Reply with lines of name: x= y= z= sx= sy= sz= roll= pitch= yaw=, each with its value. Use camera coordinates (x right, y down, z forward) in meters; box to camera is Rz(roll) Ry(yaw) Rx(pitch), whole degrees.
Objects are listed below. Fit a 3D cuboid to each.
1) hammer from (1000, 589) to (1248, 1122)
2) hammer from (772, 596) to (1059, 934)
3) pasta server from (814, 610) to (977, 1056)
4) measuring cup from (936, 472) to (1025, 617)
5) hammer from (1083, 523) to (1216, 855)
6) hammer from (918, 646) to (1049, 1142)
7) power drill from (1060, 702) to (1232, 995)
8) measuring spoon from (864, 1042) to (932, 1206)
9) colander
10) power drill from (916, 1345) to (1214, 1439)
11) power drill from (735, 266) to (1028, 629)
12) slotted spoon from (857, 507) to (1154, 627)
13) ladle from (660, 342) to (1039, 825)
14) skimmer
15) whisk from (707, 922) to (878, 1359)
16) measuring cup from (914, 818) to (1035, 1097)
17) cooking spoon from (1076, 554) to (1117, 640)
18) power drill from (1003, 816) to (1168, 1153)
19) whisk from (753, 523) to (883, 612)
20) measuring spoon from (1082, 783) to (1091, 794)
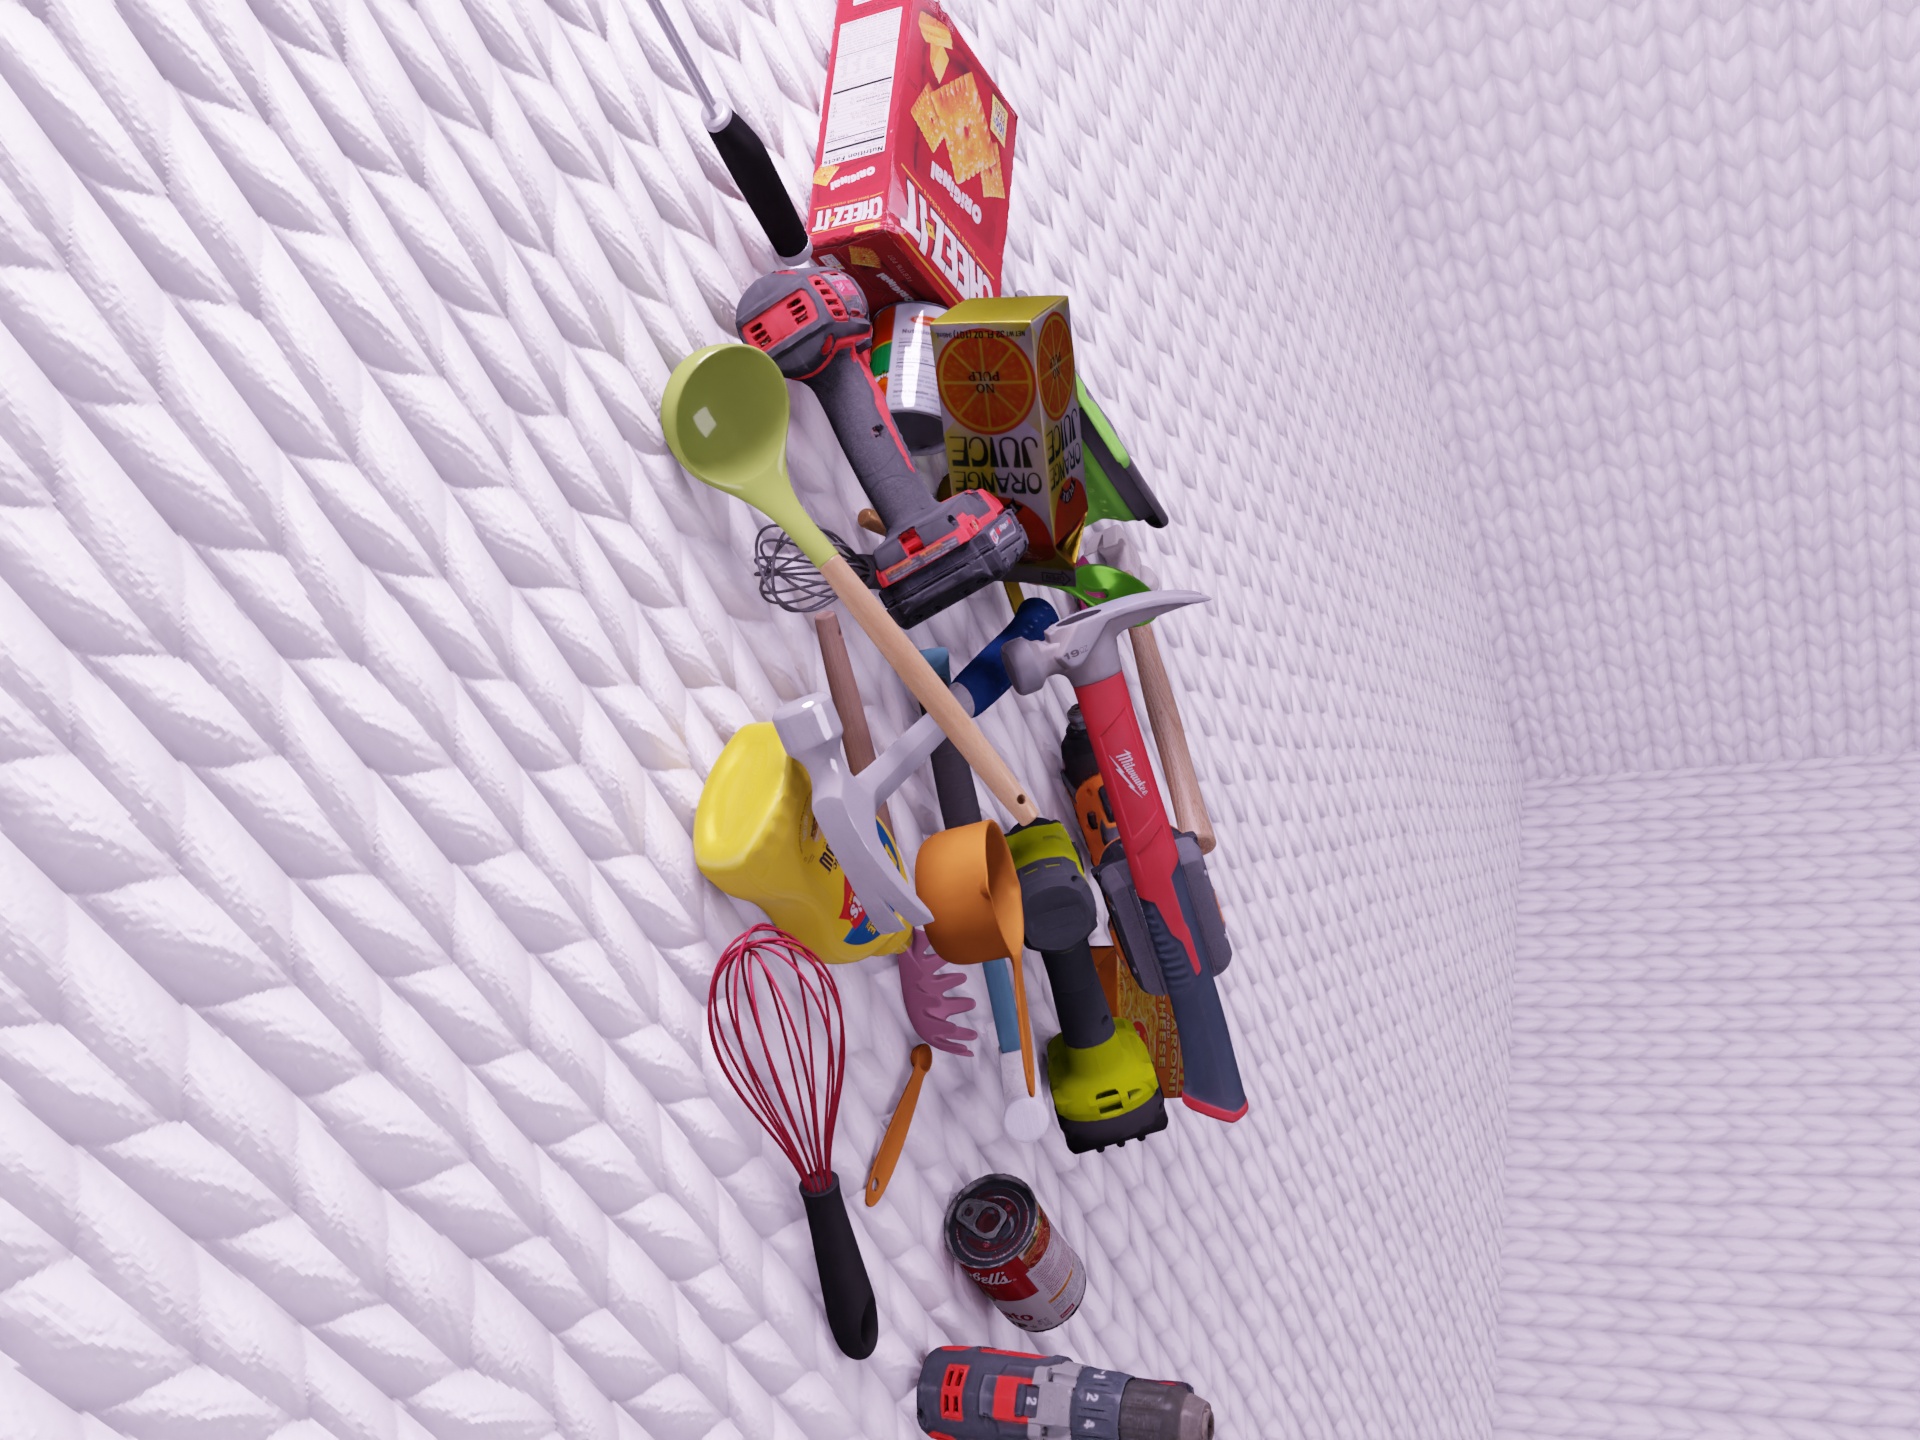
hammer: x=0.151 y=0.102 z=1.104 sx=0.038 sy=0.143 sz=0.386 roll=-133 pitch=-157 yaw=-73
hammer: x=-0.002 y=-0.003 z=1.023 sx=0.144 sy=0.035 sz=0.405 roll=68 pitch=24 yaw=-11
pasta server: x=-0.041 y=0.078 z=1.004 sx=0.060 sy=0.040 sz=0.316 roll=-74 pitch=153 yaw=-65
measuring cup: x=0.020 y=-0.121 z=1.203 sx=0.062 sy=0.029 sz=0.156 roll=-66 pitch=143 yaw=-45
hammer: x=0.165 y=-0.034 z=1.361 sx=0.129 sy=0.031 sz=0.332 roll=45 pitch=28 yaw=-49
hammer: x=0.011 y=0.112 z=1.090 sx=0.128 sy=0.033 sz=0.331 roll=47 pitch=31 yaw=-90
power drill: x=0.132 y=0.091 z=1.242 sx=0.227 sy=0.084 sz=0.164 roll=-109 pitch=179 yaw=-64
measuring spoon: x=-0.042 y=0.258 z=1.021 sx=0.021 sy=0.011 sz=0.117 roll=60 pitch=39 yaw=-37
colander: x=0.075 y=-0.219 z=1.266 sx=0.204 sy=0.094 sz=0.397 roll=57 pitch=10 yaw=-2
power drill: x=0.094 y=0.464 z=1.052 sx=0.226 sy=0.188 sz=0.080 roll=51 pitch=42 yaw=-53
power drill: x=-0.049 y=-0.176 z=0.978 sx=0.219 sy=0.078 sz=0.143 roll=59 pitch=17 yaw=-9
slotted spoon: x=0.040 y=-0.113 z=1.166 sx=0.313 sy=0.031 sz=0.070 roll=12 pitch=39 yaw=-46
ladle: x=-0.053 y=-0.071 z=0.886 sx=0.078 sy=0.062 sz=0.320 roll=-40 pitch=94 yaw=-24
skimmer: x=-0.184 y=-0.364 z=0.855 sx=0.363 sy=0.090 sz=0.127 roll=54 pitch=30 yaw=-60
whisk: x=-0.083 y=0.244 z=0.894 sx=0.073 sy=0.073 sz=0.295 roll=-48 pitch=132 yaw=-56
measuring cup: x=0.011 y=0.151 z=0.995 sx=0.095 sy=0.052 sz=0.174 roll=21 pitch=60 yaw=-75
cooking spoon: x=0.149 y=0.000 z=1.436 sx=0.069 sy=0.017 sz=0.318 roll=-61 pitch=137 yaw=-57
power drill: x=0.083 y=0.187 z=1.174 sx=0.171 sy=0.080 sz=0.223 roll=-101 pitch=175 yaw=-74
whisk: x=-0.066 y=-0.097 z=1.014 sx=0.239 sy=0.055 sz=0.055 roll=-11 pitch=94 yaw=-68
measuring spoon: x=0.137 y=0.083 z=1.391 sx=0.128 sy=0.021 sz=0.042 roll=47 pitch=45 yaw=-49
